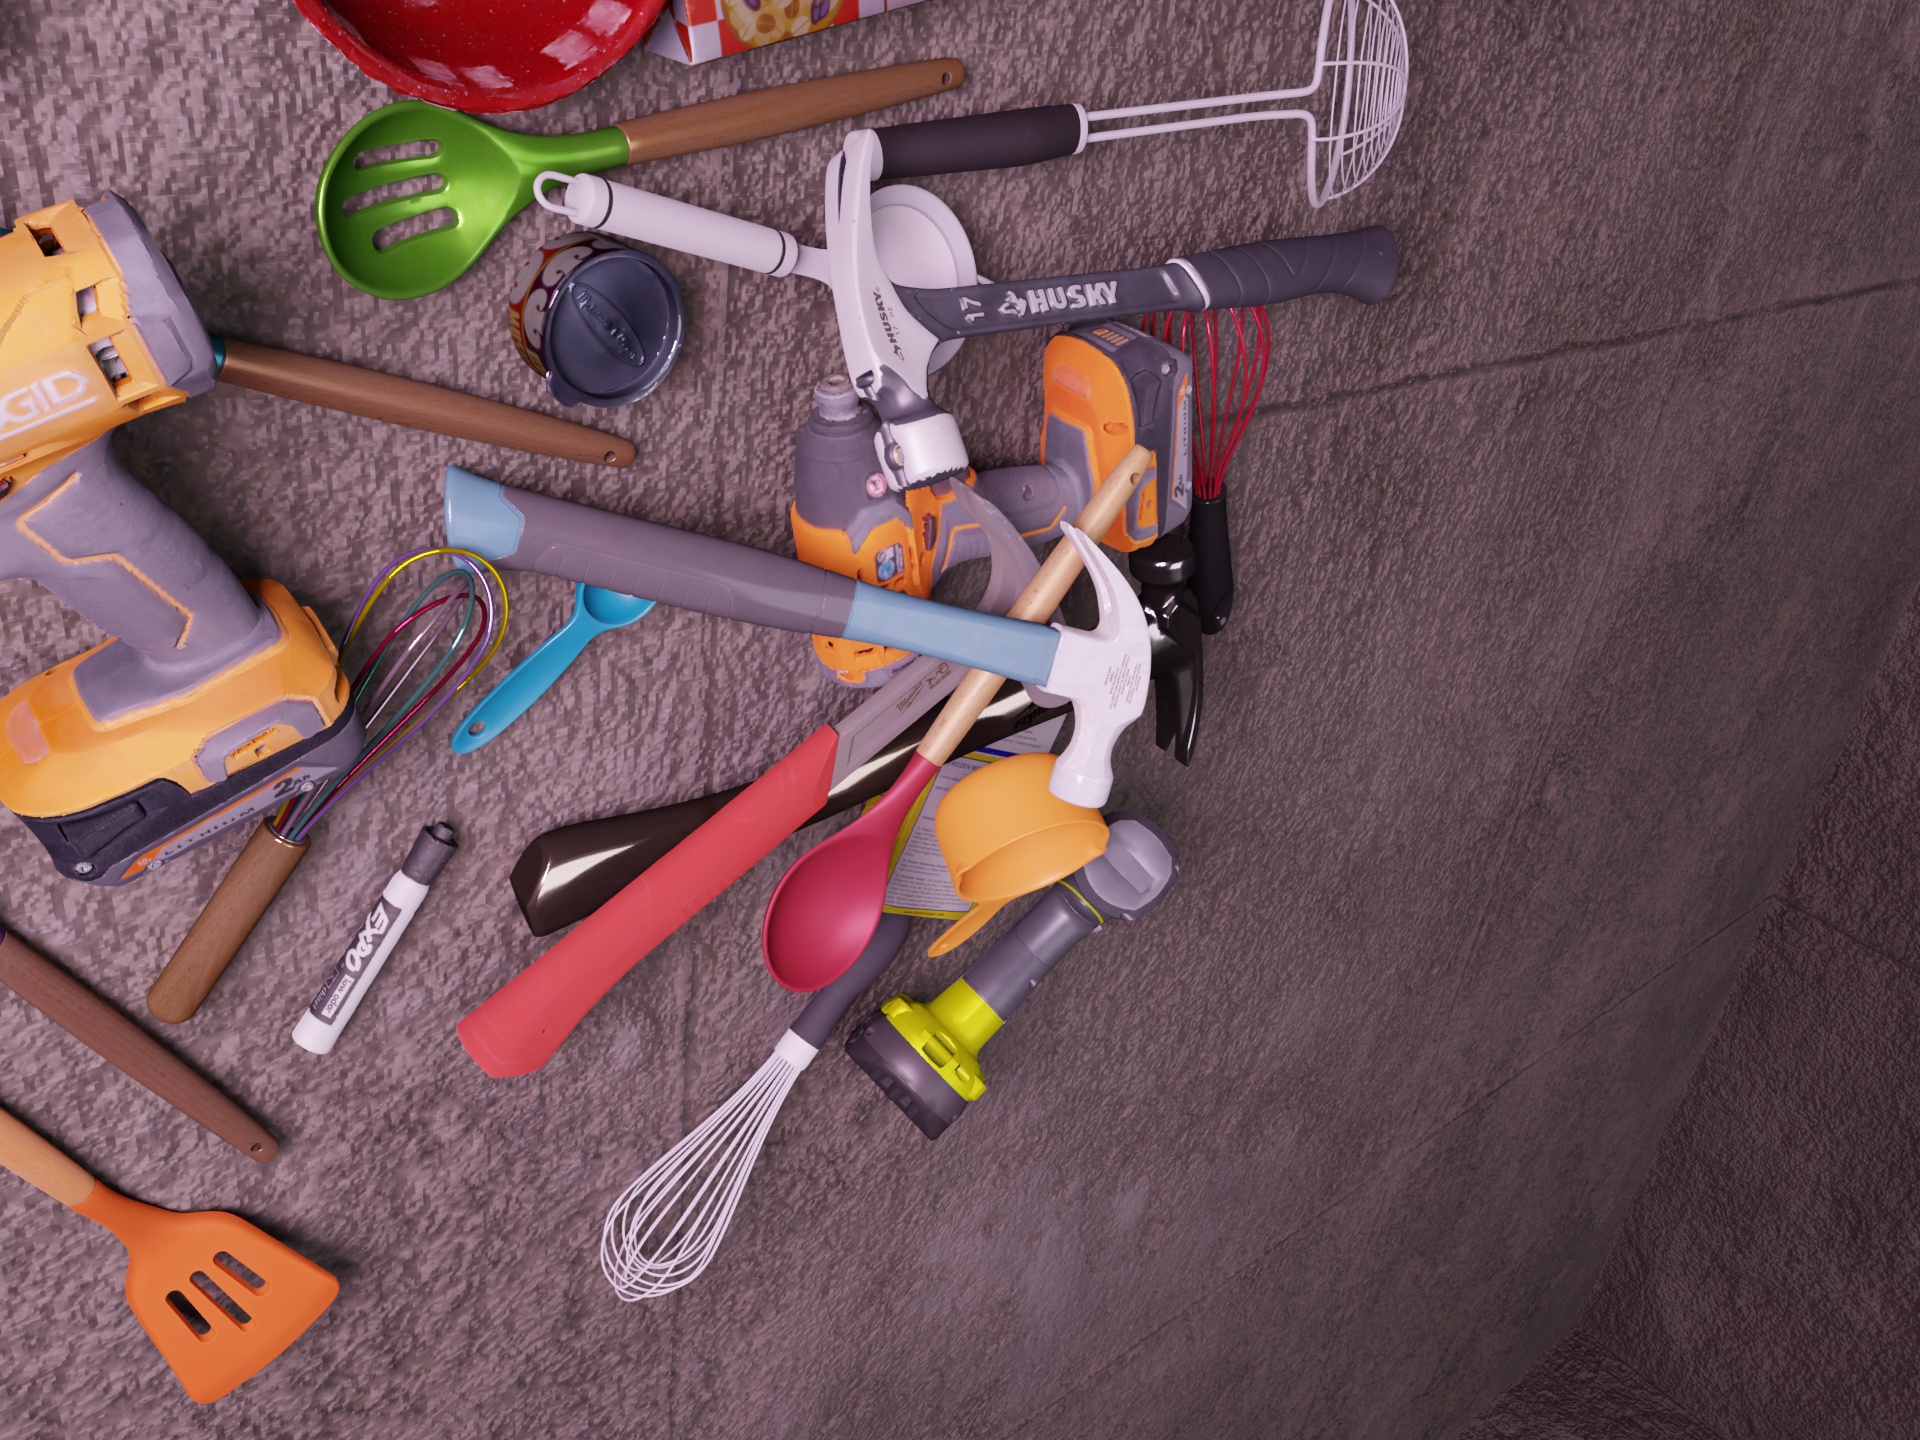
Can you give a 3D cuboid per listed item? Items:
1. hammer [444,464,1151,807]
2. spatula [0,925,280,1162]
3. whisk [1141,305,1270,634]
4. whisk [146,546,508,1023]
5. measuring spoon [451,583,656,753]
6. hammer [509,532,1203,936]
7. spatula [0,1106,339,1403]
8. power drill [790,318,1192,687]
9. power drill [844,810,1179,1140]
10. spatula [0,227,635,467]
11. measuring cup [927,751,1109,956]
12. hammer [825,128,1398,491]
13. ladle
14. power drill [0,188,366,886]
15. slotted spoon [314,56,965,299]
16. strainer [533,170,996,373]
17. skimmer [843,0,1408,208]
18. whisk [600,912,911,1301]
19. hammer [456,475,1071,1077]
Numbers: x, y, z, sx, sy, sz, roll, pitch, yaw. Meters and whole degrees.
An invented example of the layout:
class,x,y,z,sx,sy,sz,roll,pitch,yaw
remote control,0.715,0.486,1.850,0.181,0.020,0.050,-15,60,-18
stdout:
class,x,y,z,sx,sy,sz,roll,pitch,yaw
hammer,-0.064,-0.052,0.712,0.330,0.033,0.128,12,102,-20
spatula,-0.372,0.104,0.636,0.060,0.018,0.315,-40,138,-14
whisk,0.151,-0.155,0.969,0.073,0.073,0.295,-38,145,-20
whisk,-0.265,0.032,0.662,0.245,0.051,0.047,-53,147,9
measuring spoon,-0.190,-0.035,0.733,0.128,0.021,0.042,-44,142,1
hammer,-0.038,0.028,0.864,0.410,0.038,0.146,-23,126,-22
spatula,-0.384,0.193,0.670,0.081,0.041,0.322,-40,138,-17
power drill,0.014,-0.130,0.823,0.226,0.084,0.164,-29,134,-24
power drill,0.035,0.150,1.010,0.228,0.080,0.190,-44,177,-7
spatula,-0.246,-0.120,0.586,0.317,0.044,0.082,4,128,-49
measuring cup,0.013,0.076,0.882,0.095,0.052,0.173,-6,153,-31
hammer,0.097,-0.219,0.790,0.409,0.036,0.149,-20,92,-41
ladle,-0.001,-0.002,0.779,0.069,0.031,0.315,31,96,-42
power drill,-0.310,-0.040,0.515,0.185,0.084,0.226,-31,147,-21
slotted spoon,-0.117,-0.238,0.650,0.314,0.031,0.070,-28,134,-33
strainer,-0.075,-0.203,0.690,0.258,0.050,0.087,-1,100,-49
skimmer,0.093,-0.312,0.814,0.363,0.090,0.127,-17,123,-25
whisk,-0.119,0.225,0.959,0.284,0.070,0.070,-54,142,-9
hammer,-0.098,0.039,0.778,0.359,0.037,0.148,-39,135,-8
